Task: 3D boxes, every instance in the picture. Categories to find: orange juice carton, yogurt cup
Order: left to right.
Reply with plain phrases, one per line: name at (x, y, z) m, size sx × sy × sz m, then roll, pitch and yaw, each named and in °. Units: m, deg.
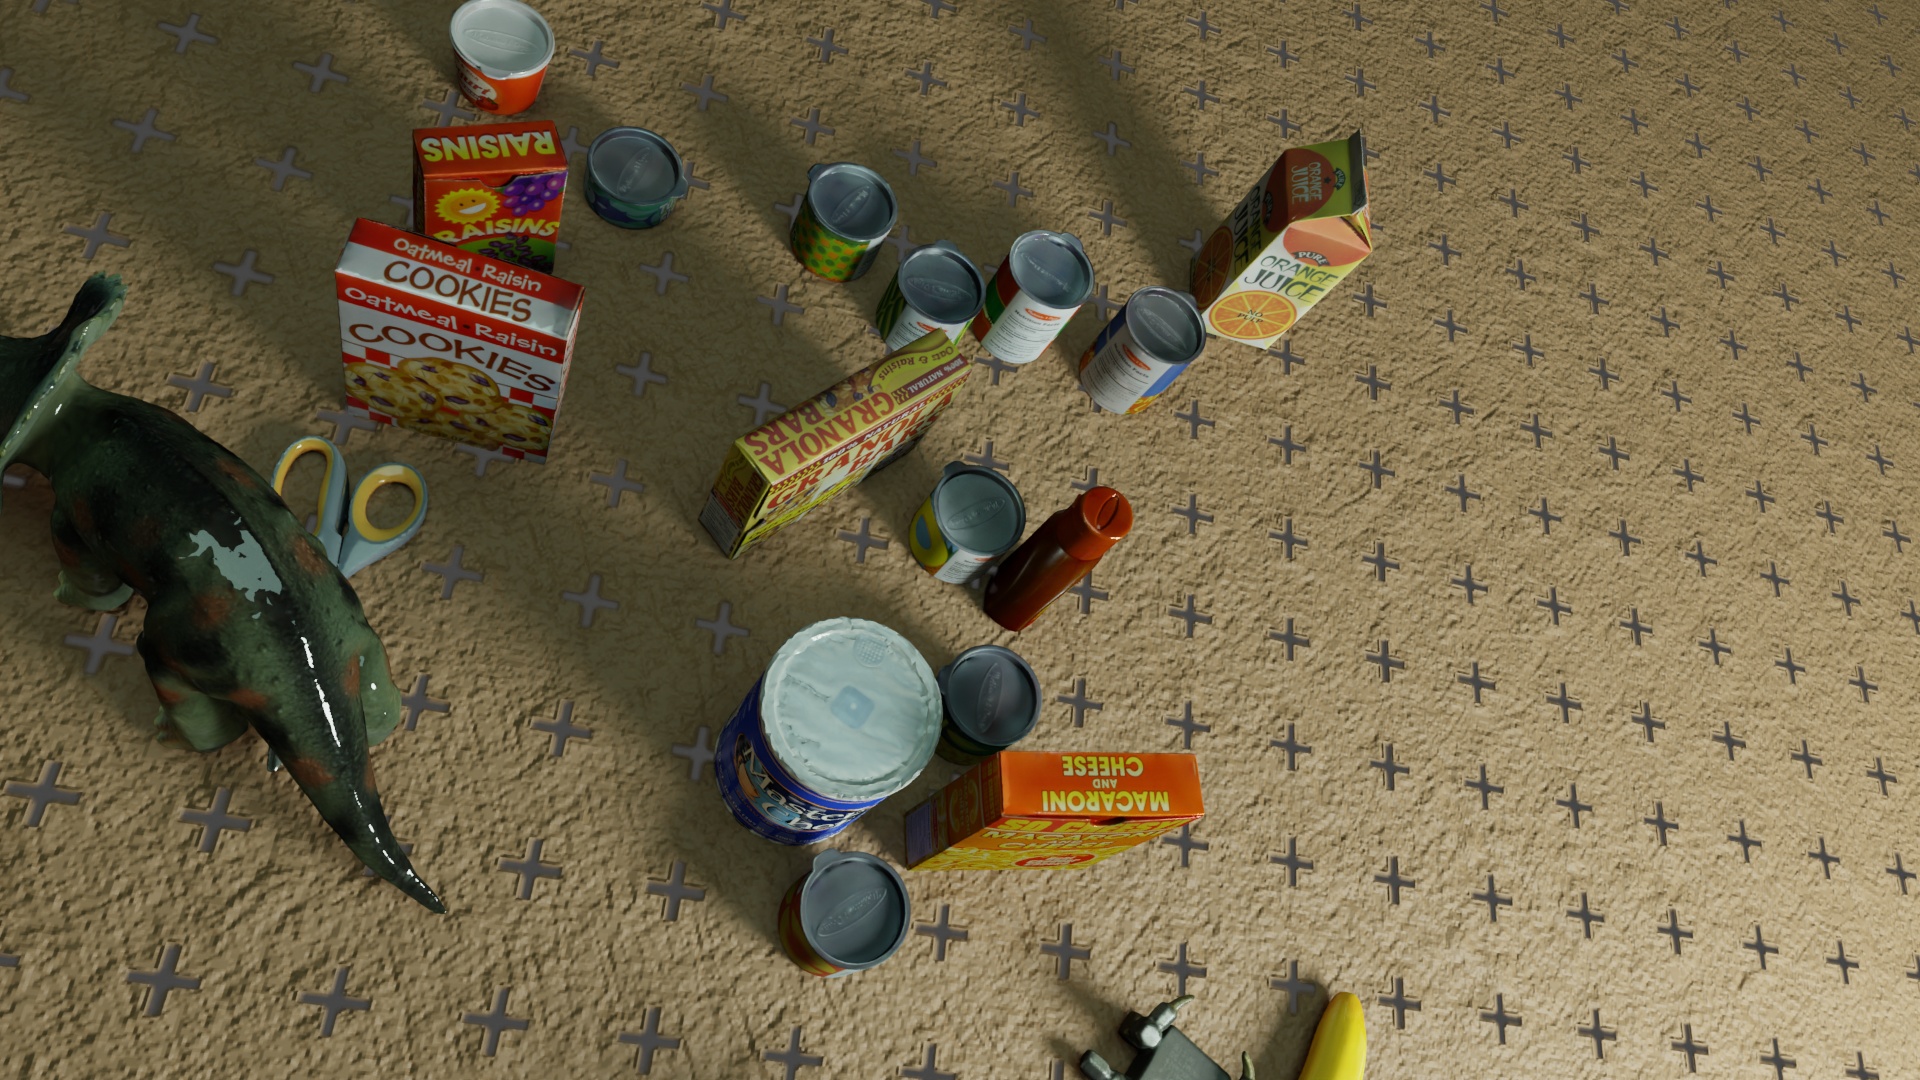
yogurt cup at (-0.320, -0.334, 0.965) m, size 0.072 × 0.053 × 0.072 m, roll 8°, pitch 65°, yaw -18°
orange juice carton at (0.253, -0.230, 1.064) m, size 0.073 × 0.191 × 0.072 m, roll 13°, pitch 64°, yaw -16°

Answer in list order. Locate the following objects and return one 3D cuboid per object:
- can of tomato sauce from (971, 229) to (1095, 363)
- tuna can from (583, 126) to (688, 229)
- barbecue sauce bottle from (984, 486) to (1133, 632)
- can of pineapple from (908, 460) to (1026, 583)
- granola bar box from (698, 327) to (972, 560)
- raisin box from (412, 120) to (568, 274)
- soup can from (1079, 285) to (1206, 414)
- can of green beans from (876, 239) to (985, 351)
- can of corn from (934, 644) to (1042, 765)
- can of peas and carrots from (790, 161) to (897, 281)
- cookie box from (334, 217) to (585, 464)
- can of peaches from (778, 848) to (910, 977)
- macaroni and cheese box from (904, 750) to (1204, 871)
can of tomato sauce at (0.052, -0.180, 1.027) m, size 0.071 × 0.082 × 0.071 m, roll 8°, pitch 65°, yaw -18°
tuna can at (-0.228, -0.254, 0.978) m, size 0.071 × 0.032 × 0.071 m, roll 8°, pitch 65°, yaw -18°
barbecue sauce bottle at (0.064, 0.009, 0.910) m, size 0.043 × 0.148 × 0.065 m, roll 36°, pitch 60°, yaw -4°
can of pineapple at (0.003, -0.012, 0.948) m, size 0.071 × 0.057 × 0.071 m, roll 8°, pitch 65°, yaw -18°
granola bar box at (-0.081, -0.061, 0.898) m, size 0.166 × 0.123 × 0.039 m, roll -34°, pitch 83°, yaw -30°
raisin box at (-0.300, -0.211, 0.879) m, size 0.086 × 0.123 × 0.040 m, roll -11°, pitch 73°, yaw -25°
soup can at (0.137, -0.143, 1.043) m, size 0.071 × 0.083 × 0.071 m, roll 8°, pitch 65°, yaw -18°
can of green beans at (-0.022, -0.171, 1.008) m, size 0.071 × 0.057 × 0.071 m, roll 8°, pitch 65°, yaw -18°
can of corn at (0.009, 0.106, 0.898) m, size 0.071 × 0.058 × 0.071 m, roll 8°, pitch 65°, yaw -18°
can of peas and carrots at (-0.088, -0.232, 1.008) m, size 0.071 × 0.058 × 0.071 m, roll 8°, pitch 65°, yaw -18°
cookie box at (-0.293, -0.111, 0.812) m, size 0.123 × 0.166 × 0.040 m, roll 15°, pitch 63°, yaw -15°
can of peaches at (-0.070, 0.219, 0.817) m, size 0.071 × 0.057 × 0.071 m, roll 8°, pitch 65°, yaw -18°
macaroni and cheese box at (0.050, 0.164, 0.826) m, size 0.124 × 0.165 × 0.040 m, roll 4°, pitch 67°, yaw -20°
